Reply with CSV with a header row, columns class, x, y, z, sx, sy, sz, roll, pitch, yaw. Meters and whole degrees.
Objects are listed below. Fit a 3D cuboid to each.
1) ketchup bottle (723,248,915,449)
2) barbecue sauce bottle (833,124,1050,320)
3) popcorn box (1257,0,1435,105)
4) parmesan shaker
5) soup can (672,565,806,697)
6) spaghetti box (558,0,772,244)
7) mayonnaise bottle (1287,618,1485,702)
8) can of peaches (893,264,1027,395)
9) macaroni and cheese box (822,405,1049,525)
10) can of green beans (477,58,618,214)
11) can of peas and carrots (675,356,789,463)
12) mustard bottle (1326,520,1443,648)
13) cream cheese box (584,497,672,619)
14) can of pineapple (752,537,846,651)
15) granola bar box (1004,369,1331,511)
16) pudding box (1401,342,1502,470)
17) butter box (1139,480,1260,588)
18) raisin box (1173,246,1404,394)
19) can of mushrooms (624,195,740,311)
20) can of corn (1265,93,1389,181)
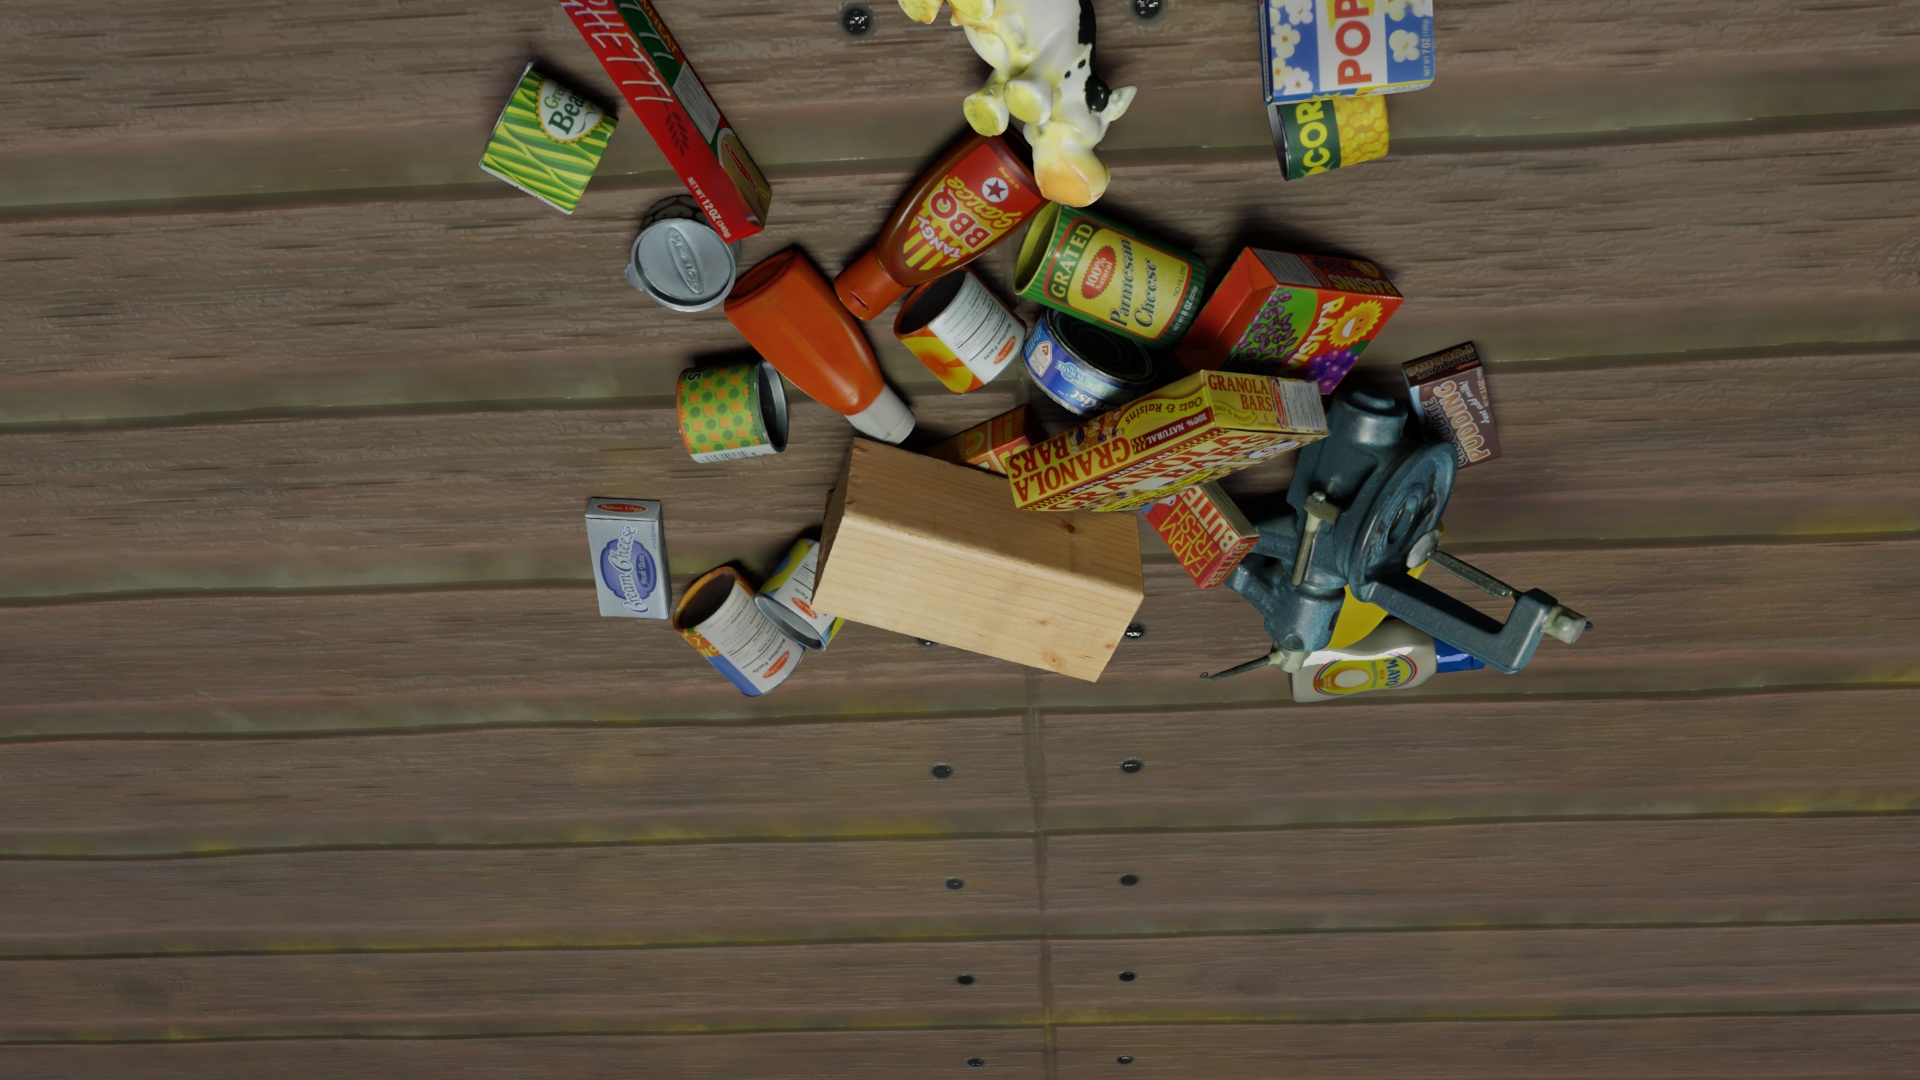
class,x,y,z,sx,sy,sz,roll,pitch,yaw
ketchup bottle,-0.087,-0.121,0.922,0.064,0.044,0.148,-27,125,23
barbecue sauce bottle,-0.015,-0.193,0.859,0.148,0.044,0.065,-35,117,27
popcorn box,0.200,-0.298,0.730,0.085,0.038,0.126,-5,99,6
parmesan shaker,0.094,-0.168,0.864,0.103,0.072,0.071,19,128,-15
soup can,-0.172,0.070,1.074,0.071,0.072,0.083,-26,124,22
spaghetti box,-0.185,-0.282,0.783,0.028,0.050,0.249,-22,126,17
mayonnaise bottle,0.333,0.091,1.094,0.148,0.041,0.064,-7,130,8
can of peaches,-0.002,-0.136,0.894,0.071,0.071,0.058,-32,123,25
macaroni and cheese box,0.004,-0.013,1.014,0.166,0.040,0.123,-23,127,19
can of green beans,-0.241,-0.234,0.814,0.058,0.071,0.071,27,126,-20
can of peas and carrots,-0.154,-0.090,0.937,0.059,0.071,0.070,-8,130,9
mustard bottle,0.309,0.014,1.024,0.065,0.049,0.159,23,126,-20
cream cheese box,-0.250,0.015,1.054,0.053,0.024,0.103,3,130,-1
can of pineapple,-0.112,0.040,1.035,0.071,0.058,0.070,31,158,14
granola bar box,0.130,-0.059,0.883,0.124,0.039,0.165,-1,165,-44
pudding box,0.336,-0.088,0.948,0.049,0.030,0.083,-17,128,16
butter box,0.158,-0.022,0.966,0.024,0.104,0.053,-7,143,-42
raisin box,0.206,-0.135,0.871,0.124,0.040,0.085,-3,138,-37
can of mushrooms,-0.175,-0.181,0.879,0.071,0.034,0.070,0,131,1
can of corn,0.208,-0.244,0.792,0.058,0.071,0.071,-13,129,11
